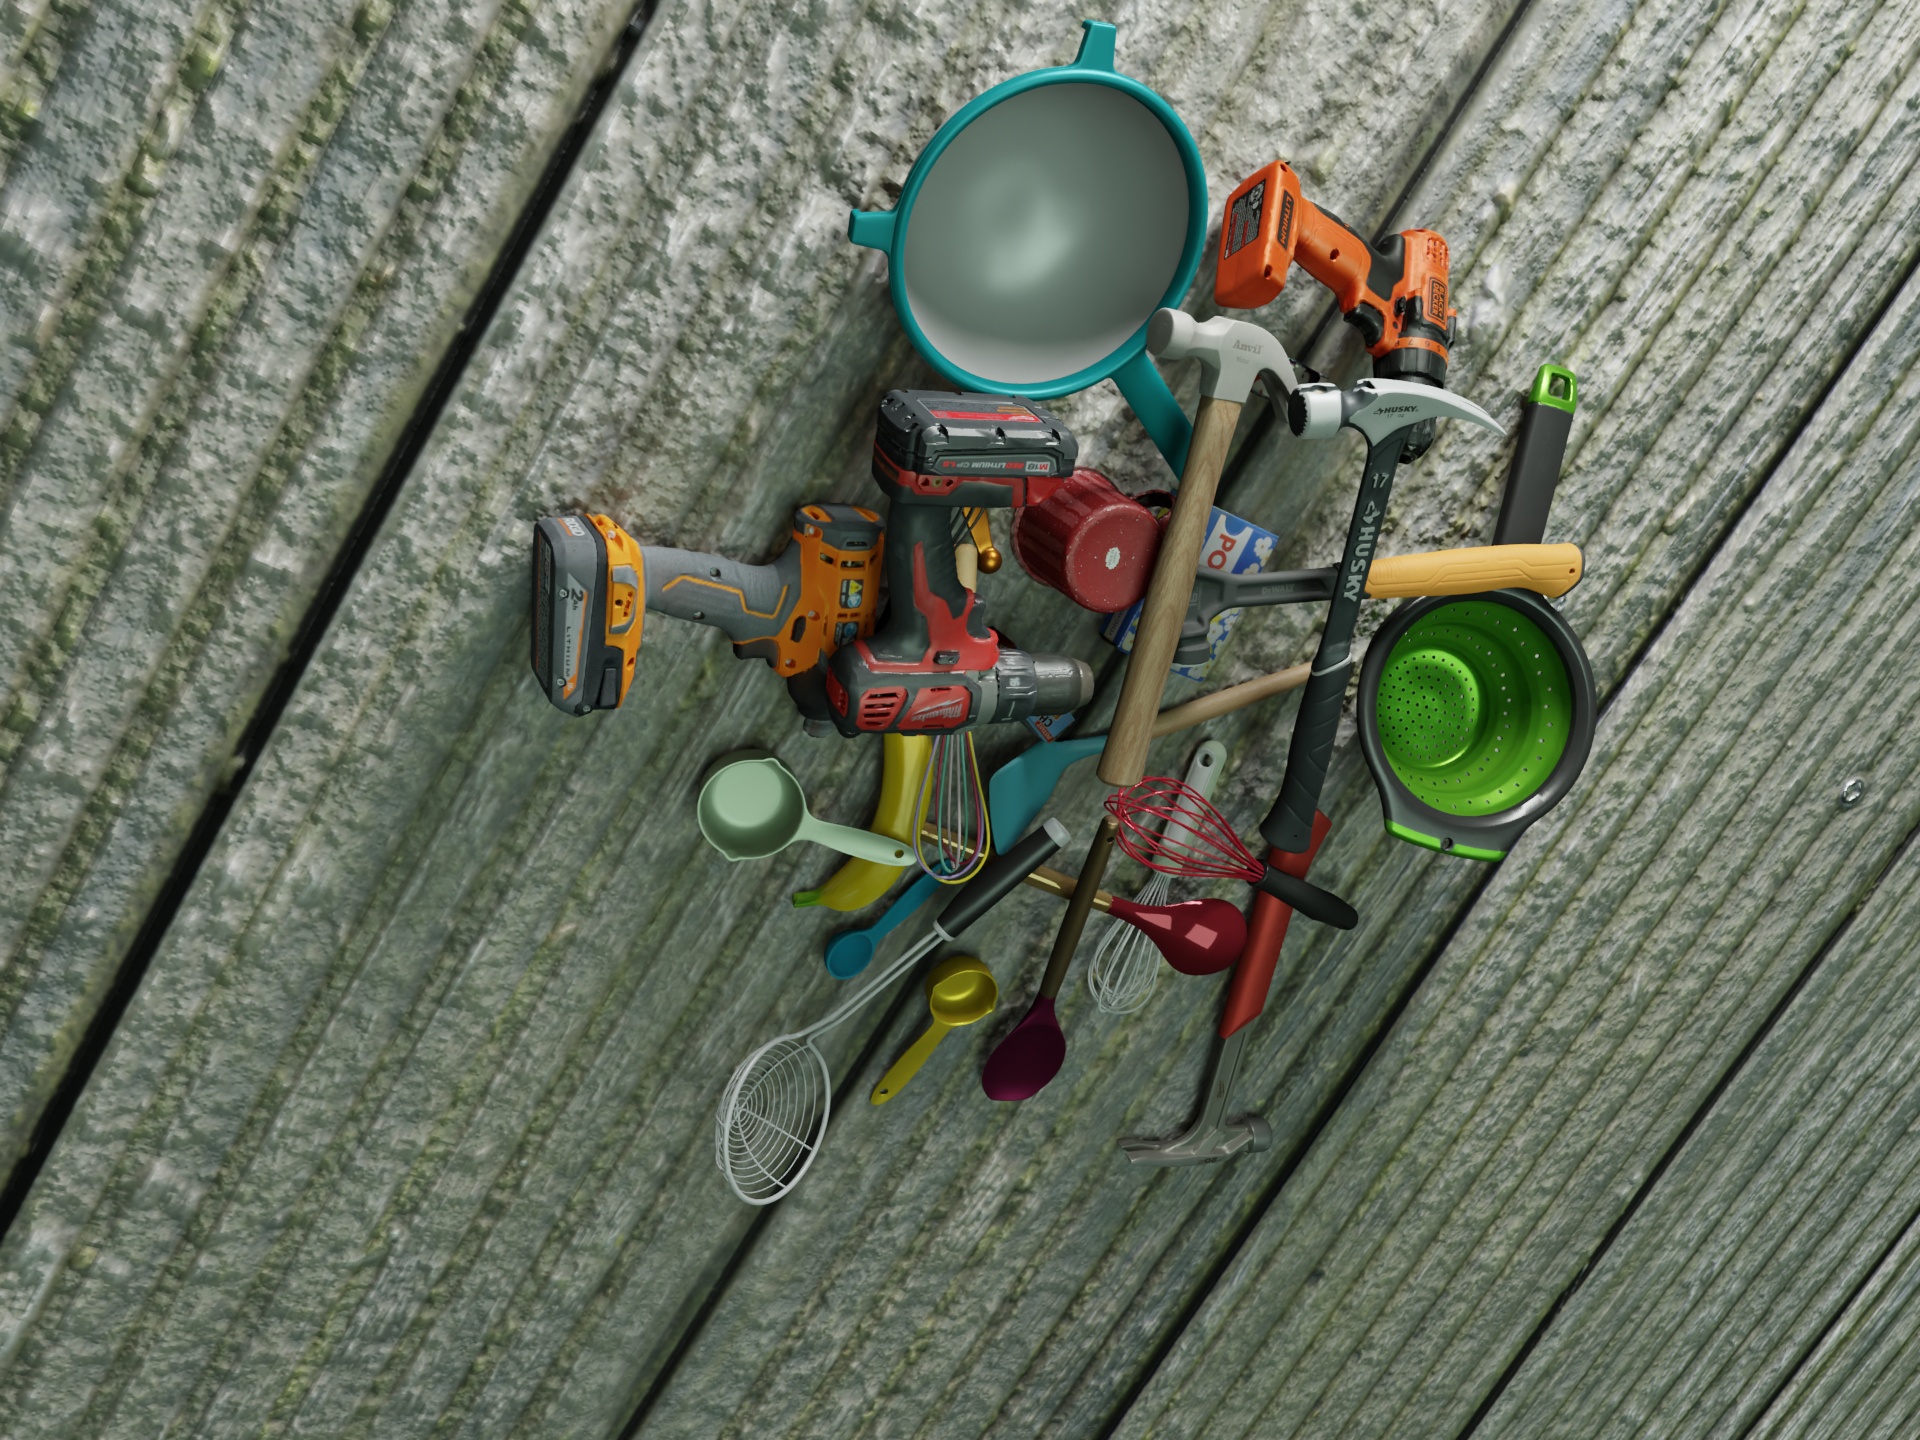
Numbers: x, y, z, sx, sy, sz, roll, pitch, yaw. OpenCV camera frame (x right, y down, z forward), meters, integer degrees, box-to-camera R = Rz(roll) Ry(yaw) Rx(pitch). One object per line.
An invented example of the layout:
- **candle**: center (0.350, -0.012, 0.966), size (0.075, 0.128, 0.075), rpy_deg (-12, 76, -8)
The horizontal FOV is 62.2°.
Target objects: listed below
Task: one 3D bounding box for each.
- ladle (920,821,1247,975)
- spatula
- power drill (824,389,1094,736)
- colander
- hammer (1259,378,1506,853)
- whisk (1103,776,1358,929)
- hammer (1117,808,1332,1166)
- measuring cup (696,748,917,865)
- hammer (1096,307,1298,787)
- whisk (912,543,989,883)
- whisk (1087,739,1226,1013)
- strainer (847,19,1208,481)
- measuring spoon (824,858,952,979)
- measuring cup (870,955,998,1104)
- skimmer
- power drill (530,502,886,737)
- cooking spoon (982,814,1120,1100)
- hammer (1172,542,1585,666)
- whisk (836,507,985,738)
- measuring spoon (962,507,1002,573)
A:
- **ladle**: center (0.093, 0.133, 1.247), size (0.315, 0.031, 0.069), rpy_deg (22, 99, -16)
- **spatula**: center (0.158, 0.012, 1.243), size (0.317, 0.044, 0.082), rpy_deg (-20, 130, -16)
- **power drill**: center (0.015, -0.093, 1.039), size (0.187, 0.080, 0.226), rpy_deg (-2, 119, -22)
- **colander**: center (0.419, -0.089, 1.289), size (0.204, 0.094, 0.397), rpy_deg (15, 88, -11)
- **hammer**: center (0.279, -0.060, 1.161), size (0.149, 0.036, 0.408), rpy_deg (-5, 129, -11)
- **whisk**: center (0.223, 0.115, 1.269), size (0.295, 0.073, 0.073), rpy_deg (27, 100, -33)
- **hammer**: center (0.244, 0.231, 1.383), size (0.149, 0.037, 0.359), rpy_deg (2, 112, -24)
- **measuring cup**: center (-0.110, 0.071, 1.145), size (0.167, 0.038, 0.083), rpy_deg (19, 105, -20)
- **hammer**: center (0.151, -0.109, 1.095), size (0.130, 0.031, 0.331), rpy_deg (2, 111, -30)
- **whisk**: center (0.000, -0.004, 1.141), size (0.051, 0.047, 0.245), rpy_deg (-5, 99, -53)
- **whisk**: center (0.163, 0.129, 1.298), size (0.059, 0.058, 0.246), rpy_deg (0, 113, -61)
- **strainer**: center (0.076, -0.283, 1.052), size (0.211, 0.095, 0.340), rpy_deg (-37, 133, 7)
- **measuring spoon**: center (-0.057, 0.148, 1.232), size (0.128, 0.021, 0.042), rpy_deg (-42, 134, -11)
- **measuring cup**: center (-0.029, 0.251, 1.288), size (0.062, 0.029, 0.156), rpy_deg (26, 113, -30)
- **skimmer**: center (-0.044, 0.219, 1.203), size (0.363, 0.090, 0.127), rpy_deg (-41, 143, 7)
- **power drill**: center (-0.163, -0.060, 1.054), size (0.226, 0.084, 0.164), rpy_deg (-4, 115, -26)
- **cooking spoon**: center (0.077, 0.198, 1.265), size (0.068, 0.017, 0.318), rpy_deg (3, 127, -18)
- **hammer**: center (0.315, -0.114, 1.189), size (0.336, 0.034, 0.127), rpy_deg (-5, 115, -13)
- **whisk**: center (-0.038, -0.091, 1.111), size (0.055, 0.055, 0.239), rpy_deg (14, 112, -28)
- **measuring spoon**: center (0.009, -0.154, 1.122), size (0.021, 0.011, 0.116), rpy_deg (-24, 120, -12)
